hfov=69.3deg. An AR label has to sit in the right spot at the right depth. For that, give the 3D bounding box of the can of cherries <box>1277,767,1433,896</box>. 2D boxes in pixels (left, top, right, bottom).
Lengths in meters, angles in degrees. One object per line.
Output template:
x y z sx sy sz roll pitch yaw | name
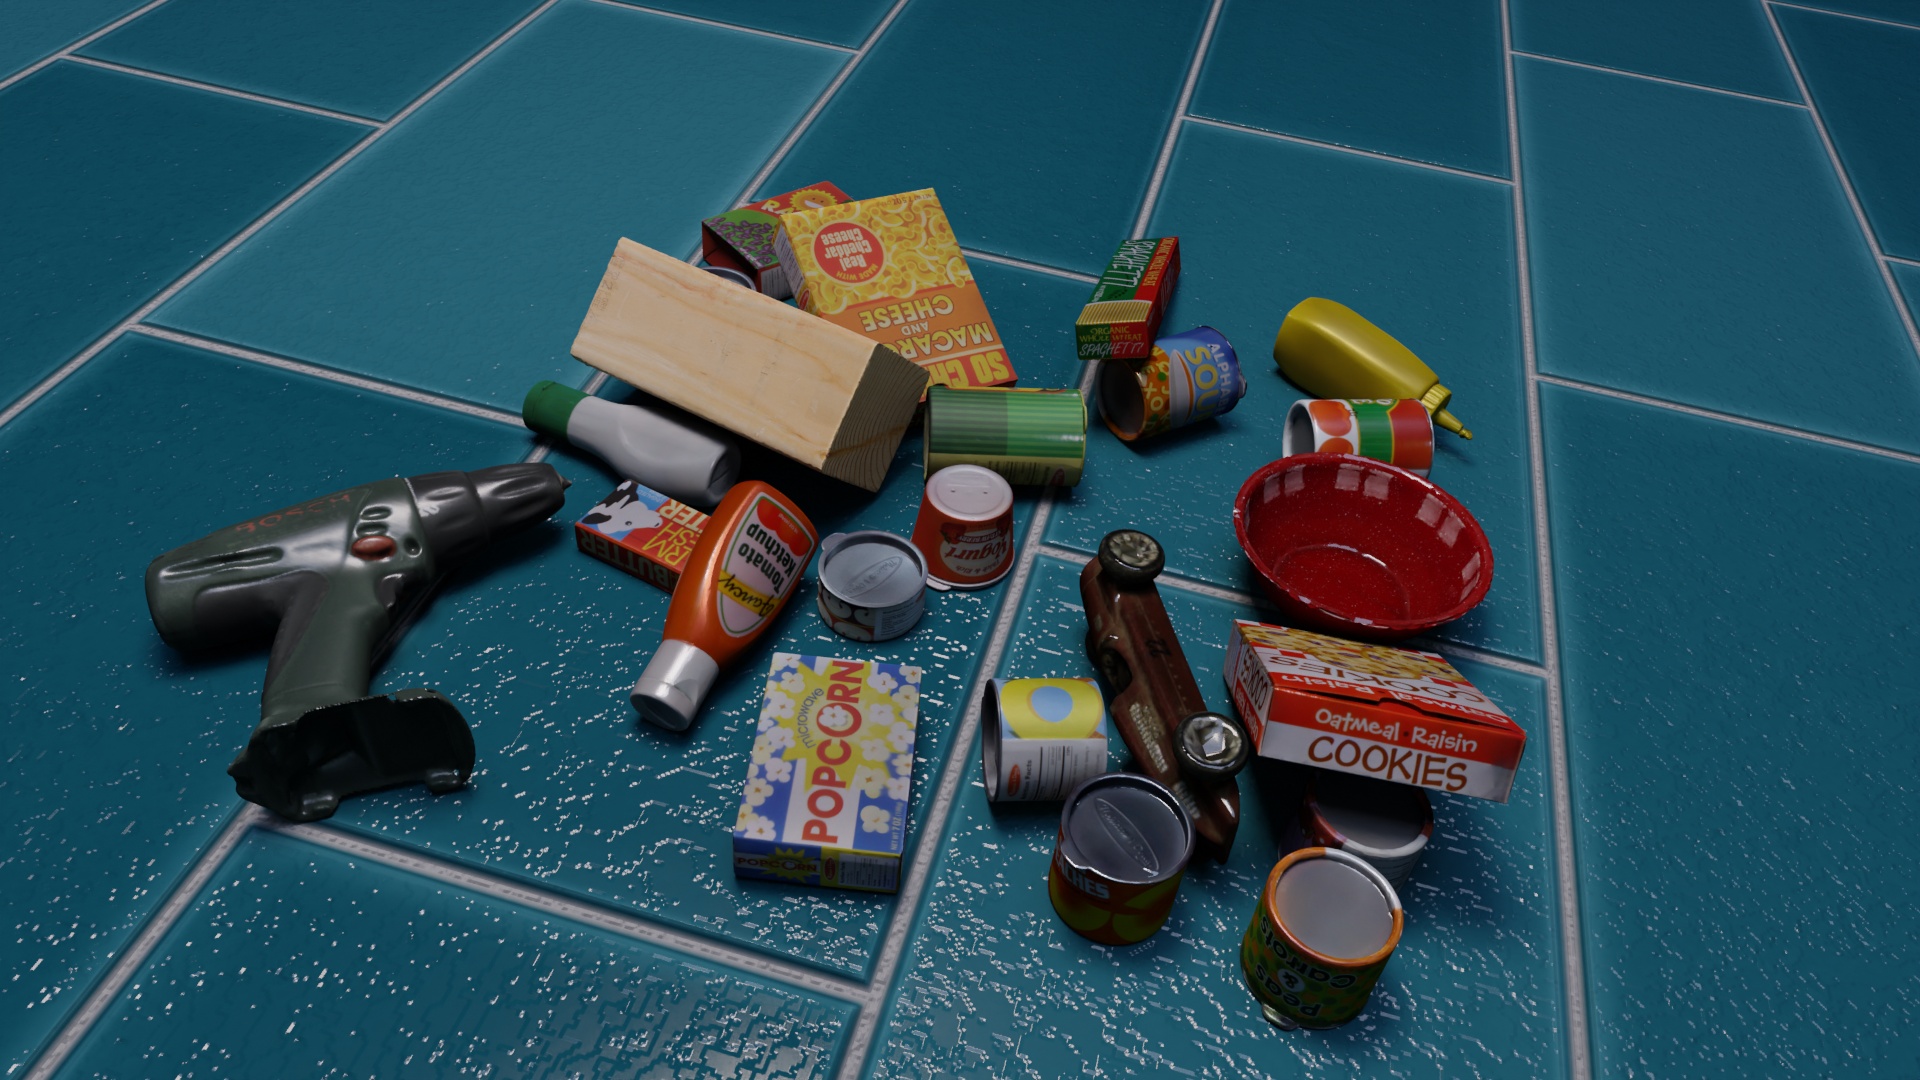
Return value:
0.204 0.151 0.722 0.071 0.058 0.072 4 43 -3 | can of cherries

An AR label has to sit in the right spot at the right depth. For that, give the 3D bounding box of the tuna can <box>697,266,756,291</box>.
-0.184 -0.174 1.042 0.071 0.032 0.071 4 43 -3 | tuna can

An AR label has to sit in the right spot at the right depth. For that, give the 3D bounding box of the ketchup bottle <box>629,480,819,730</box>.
-0.138 0.038 0.796 0.043 0.064 0.149 -12 41 43 | ketchup bottle

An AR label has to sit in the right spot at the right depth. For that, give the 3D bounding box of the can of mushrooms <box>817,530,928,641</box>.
-0.055 0.026 0.843 0.071 0.033 0.071 3 43 -3 | can of mushrooms

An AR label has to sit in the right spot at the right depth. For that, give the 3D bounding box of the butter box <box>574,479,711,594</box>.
-0.181 0.002 0.859 0.103 0.024 0.053 24 45 18 | butter box

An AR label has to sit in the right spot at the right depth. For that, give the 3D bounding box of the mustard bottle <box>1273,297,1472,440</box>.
0.309 -0.118 1.027 0.160 0.065 0.049 38 56 22 | mustard bottle

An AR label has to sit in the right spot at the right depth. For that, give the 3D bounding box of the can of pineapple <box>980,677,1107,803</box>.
0.044 0.105 0.746 0.058 0.070 0.071 0 43 -8 | can of pineapple

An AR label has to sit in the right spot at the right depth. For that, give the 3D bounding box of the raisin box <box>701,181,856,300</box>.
-0.133 -0.239 1.116 0.124 0.039 0.086 -27 51 -30 | raisin box

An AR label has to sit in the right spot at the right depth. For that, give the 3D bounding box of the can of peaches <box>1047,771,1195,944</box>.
0.078 0.160 0.697 0.071 0.057 0.071 4 43 -3 | can of peaches

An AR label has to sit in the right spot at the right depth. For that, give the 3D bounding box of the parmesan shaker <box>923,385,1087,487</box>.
0.028 -0.071 0.930 0.103 0.071 0.072 2 43 -6 | parmesan shaker

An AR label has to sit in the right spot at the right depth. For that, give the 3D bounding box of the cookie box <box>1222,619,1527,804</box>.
0.213 0.085 0.746 0.123 0.040 0.168 10 9 3 | cookie box

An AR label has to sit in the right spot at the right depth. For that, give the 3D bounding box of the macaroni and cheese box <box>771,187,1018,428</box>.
-0.048 -0.164 0.994 0.124 0.040 0.167 -17 74 -23 | macaroni and cheese box

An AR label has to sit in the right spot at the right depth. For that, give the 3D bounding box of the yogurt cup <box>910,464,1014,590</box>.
0.003 -0.011 0.875 0.072 0.053 0.073 4 42 -4 | yogurt cup

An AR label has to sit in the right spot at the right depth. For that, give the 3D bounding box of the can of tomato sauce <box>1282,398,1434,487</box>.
0.273 -0.067 0.960 0.083 0.070 0.071 -1 43 -8 | can of tomato sauce

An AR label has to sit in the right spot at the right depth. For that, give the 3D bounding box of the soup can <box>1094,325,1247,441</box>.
0.149 -0.111 0.992 0.084 0.071 0.071 -19 48 -24 | soup can

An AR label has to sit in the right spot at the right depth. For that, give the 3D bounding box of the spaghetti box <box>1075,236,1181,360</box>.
0.131 -0.187 1.048 0.050 0.028 0.251 0 25 15 | spaghetti box

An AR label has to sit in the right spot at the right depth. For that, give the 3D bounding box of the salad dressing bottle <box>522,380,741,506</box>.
-0.218 -0.067 0.916 0.148 0.043 0.064 21 38 16 | salad dressing bottle

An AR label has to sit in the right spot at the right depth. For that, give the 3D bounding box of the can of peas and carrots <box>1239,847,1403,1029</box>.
0.173 0.193 0.672 0.071 0.058 0.071 3 42 -3 | can of peas and carrots

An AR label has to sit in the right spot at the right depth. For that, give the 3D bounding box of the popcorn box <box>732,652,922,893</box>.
-0.068 0.120 0.735 0.085 0.038 0.127 6 42 0 | popcorn box
